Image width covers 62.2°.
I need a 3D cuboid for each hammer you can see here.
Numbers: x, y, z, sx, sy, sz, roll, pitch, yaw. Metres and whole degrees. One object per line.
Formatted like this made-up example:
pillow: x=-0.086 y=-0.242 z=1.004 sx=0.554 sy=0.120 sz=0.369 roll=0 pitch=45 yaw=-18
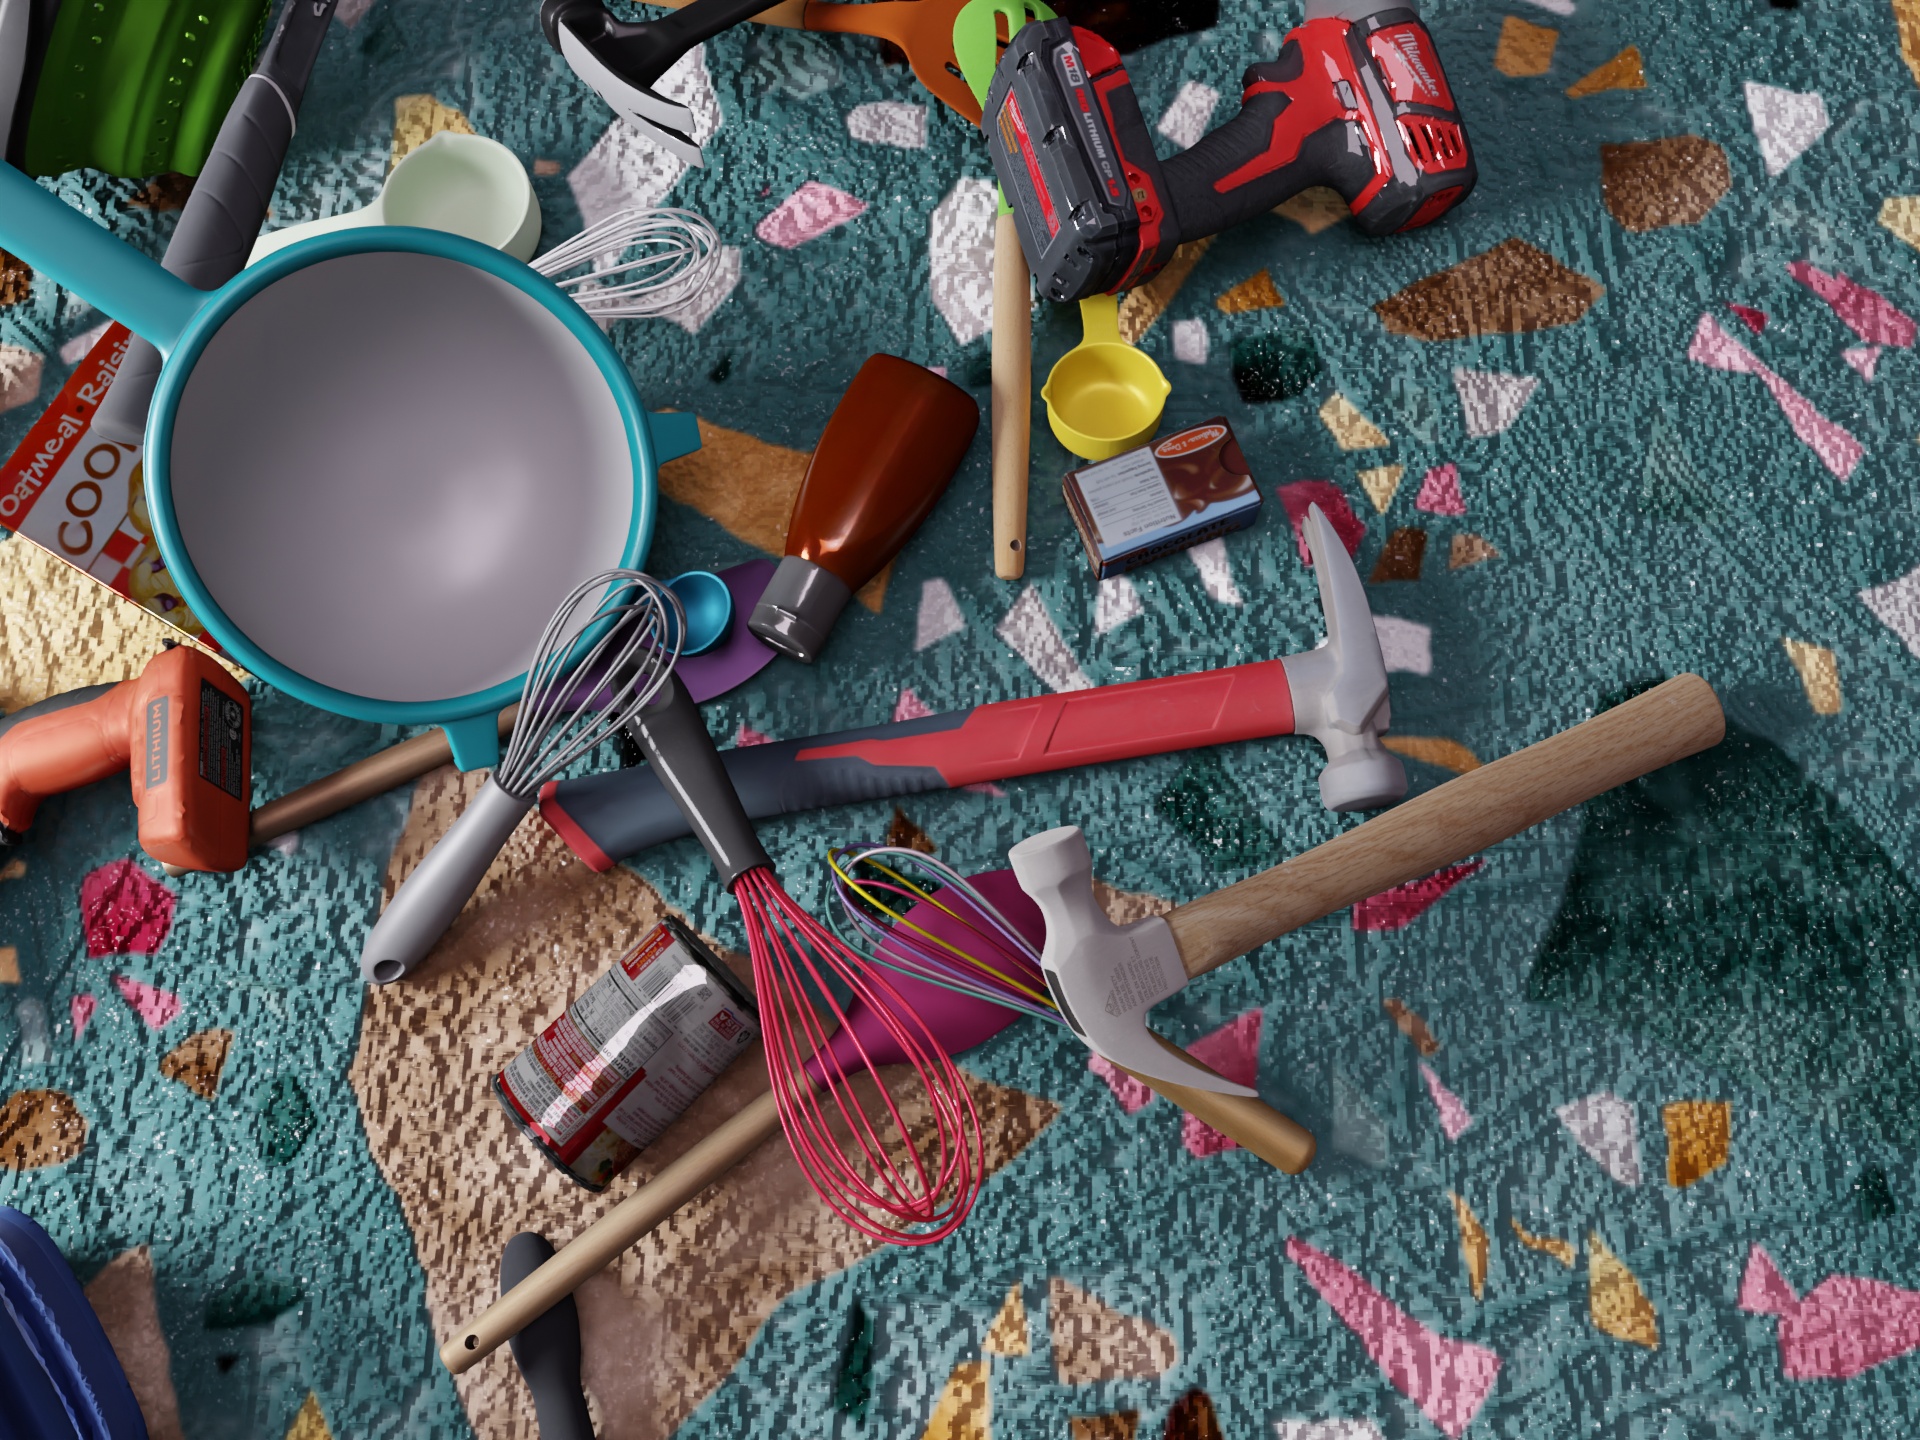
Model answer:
hammer: x=-0.040 y=-0.397 z=0.808 sx=0.337 sy=0.034 sz=0.127 roll=-35 pitch=63 yaw=-16
hammer: x=0.189 y=0.055 z=0.677 sx=0.331 sy=0.031 sz=0.130 roll=-21 pitch=96 yaw=-15
hammer: x=-0.325 y=-0.312 z=0.757 sx=0.036 sy=0.149 sz=0.409 roll=1 pitch=69 yaw=28
hammer: x=-0.001 y=-0.002 z=0.732 sx=0.386 sy=0.038 sz=0.143 roll=-9 pitch=74 yaw=1

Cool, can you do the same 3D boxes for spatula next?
spatula: x=-0.225 y=0.006 z=0.752 sx=0.316 sy=0.018 sz=0.060 roll=-24 pitch=72 yaw=-4
spatula: x=-0.101 y=-0.370 z=0.841 sx=0.322 sy=0.041 sz=0.081 roll=15 pitch=75 yaw=11

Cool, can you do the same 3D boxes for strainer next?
strainer: x=-0.297 y=-0.140 z=0.686 sx=0.340 sy=0.095 sz=0.211 roll=35 pitch=80 yaw=-27

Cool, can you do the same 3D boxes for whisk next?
whisk: x=-0.198 y=0.029 z=0.694 sx=0.055 sy=0.055 sz=0.239 roll=43 pitch=106 yaw=12
whisk: x=-0.079 y=0.081 z=0.660 sx=0.073 sy=0.073 sz=0.296 roll=-31 pitch=65 yaw=-5
whisk: x=-0.235 y=-0.201 z=0.774 sx=0.246 sy=0.059 sz=0.058 roll=-18 pitch=59 yaw=-9
whisk: x=-0.146 y=0.349 z=0.644 sx=0.070 sy=0.070 sz=0.285 roll=-19 pitch=70 yaw=-2
whisk: x=0.045 y=0.125 z=0.682 sx=0.245 sy=0.047 sz=0.051 roll=32 pitch=71 yaw=1

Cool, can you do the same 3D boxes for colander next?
colander: x=-0.435 y=-0.265 z=0.794 sx=0.094 sy=0.205 sz=0.397 roll=21 pitch=94 yaw=-27

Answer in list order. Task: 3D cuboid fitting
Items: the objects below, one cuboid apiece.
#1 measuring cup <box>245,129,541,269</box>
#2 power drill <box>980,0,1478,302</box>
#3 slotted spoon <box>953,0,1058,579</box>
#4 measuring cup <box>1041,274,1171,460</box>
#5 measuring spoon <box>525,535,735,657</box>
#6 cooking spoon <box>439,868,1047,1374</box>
measuring cup: x=-0.295 y=-0.243 z=0.811 sx=0.167 sy=0.038 sz=0.083 roll=-15 pitch=75 yaw=1
power drill: x=0.130 y=-0.290 z=0.761 sx=0.219 sy=0.078 sz=0.143 roll=-17 pitch=86 yaw=-14
slotted spoon: x=0.028 y=-0.223 z=0.785 sx=0.070 sy=0.031 sz=0.314 roll=5 pitch=80 yaw=-21
measuring cup: x=0.068 y=-0.196 z=0.790 sx=0.062 sy=0.029 sz=0.157 roll=-3 pitch=64 yaw=1
measuring spoon: x=-0.157 y=-0.062 z=0.760 sx=0.129 sy=0.021 sz=0.042 roll=23 pitch=80 yaw=27
cooking spoon: x=-0.084 y=0.171 z=0.686 sx=0.319 sy=0.017 sz=0.069 roll=-36 pitch=77 yaw=-14
